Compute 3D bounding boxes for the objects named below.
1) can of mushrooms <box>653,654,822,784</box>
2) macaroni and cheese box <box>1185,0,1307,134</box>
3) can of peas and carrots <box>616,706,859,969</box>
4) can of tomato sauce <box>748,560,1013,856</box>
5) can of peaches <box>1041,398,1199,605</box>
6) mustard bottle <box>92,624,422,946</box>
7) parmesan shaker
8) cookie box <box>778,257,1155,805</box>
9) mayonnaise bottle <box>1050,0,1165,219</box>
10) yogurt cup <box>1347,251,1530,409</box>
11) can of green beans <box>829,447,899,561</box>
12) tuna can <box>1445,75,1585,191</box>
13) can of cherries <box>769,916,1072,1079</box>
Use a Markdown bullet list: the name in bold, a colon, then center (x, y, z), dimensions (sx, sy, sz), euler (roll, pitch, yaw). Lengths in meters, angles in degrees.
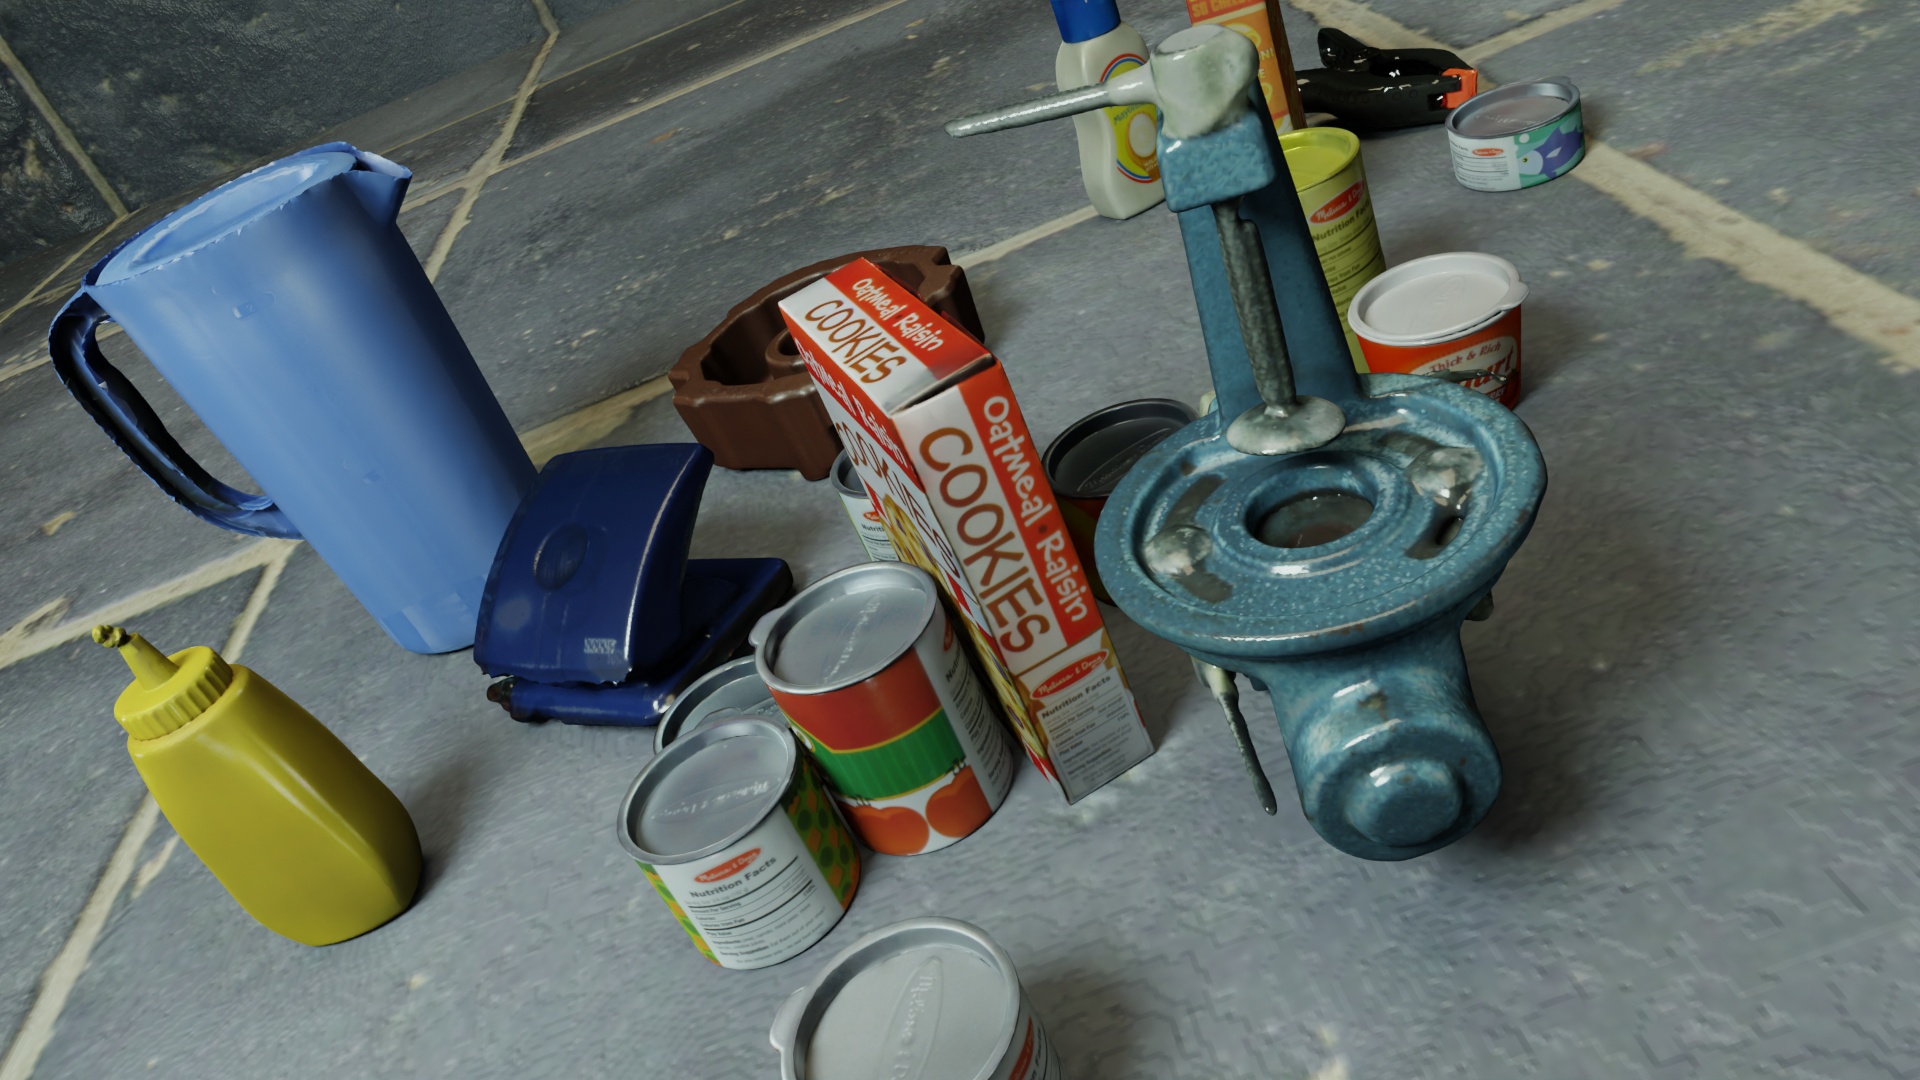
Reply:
- **can of mushrooms**: center (-0.082, 0.079, 0.542), dimensions (0.071, 0.033, 0.071), euler (-17, 33, 11)
- **macaroni and cheese box**: center (0.156, -0.246, 0.740), dimensions (0.040, 0.165, 0.124), euler (-11, 34, 20)
- **can of peas and carrots**: center (-0.075, 0.102, 0.481), dimensions (0.071, 0.058, 0.071), euler (-17, 33, 11)
- **can of tomato sauce**: center (-0.027, 0.060, 0.489), dimensions (0.071, 0.082, 0.071), euler (-17, 33, 11)
- **can of peaches**: center (0.073, -0.014, 0.557), dimensions (0.071, 0.057, 0.071), euler (-17, 33, 11)
- **mustard bottle**: center (-0.272, 0.088, 0.532), dimensions (0.065, 0.159, 0.049), euler (-21, 32, 4)
- **parmesan shaker**: center (0.152, -0.120, 0.619), dimensions (0.071, 0.102, 0.072), euler (-17, 33, 11)
- **cookie box**: center (0.002, -0.006, 0.488), dimensions (0.040, 0.166, 0.123), euler (-30, 32, -9)
- **mayonnaise bottle**: center (0.090, -0.273, 0.839), dimensions (0.065, 0.147, 0.041), euler (-34, 33, -16)
- **yogurt cup**: center (0.200, -0.080, 0.575), dimensions (0.072, 0.053, 0.073), euler (-17, 33, 11)
- **can of green beans**: center (-0.016, -0.017, 0.618), dimensions (0.071, 0.057, 0.071), euler (-17, 33, 11)
- **tuna can**: center (0.294, -0.214, 0.731), dimensions (0.071, 0.032, 0.071), euler (-17, 33, 11)
- **can of cherries**: center (-0.009, 0.146, 0.374), dimensions (0.071, 0.058, 0.072), euler (-17, 33, 11)
